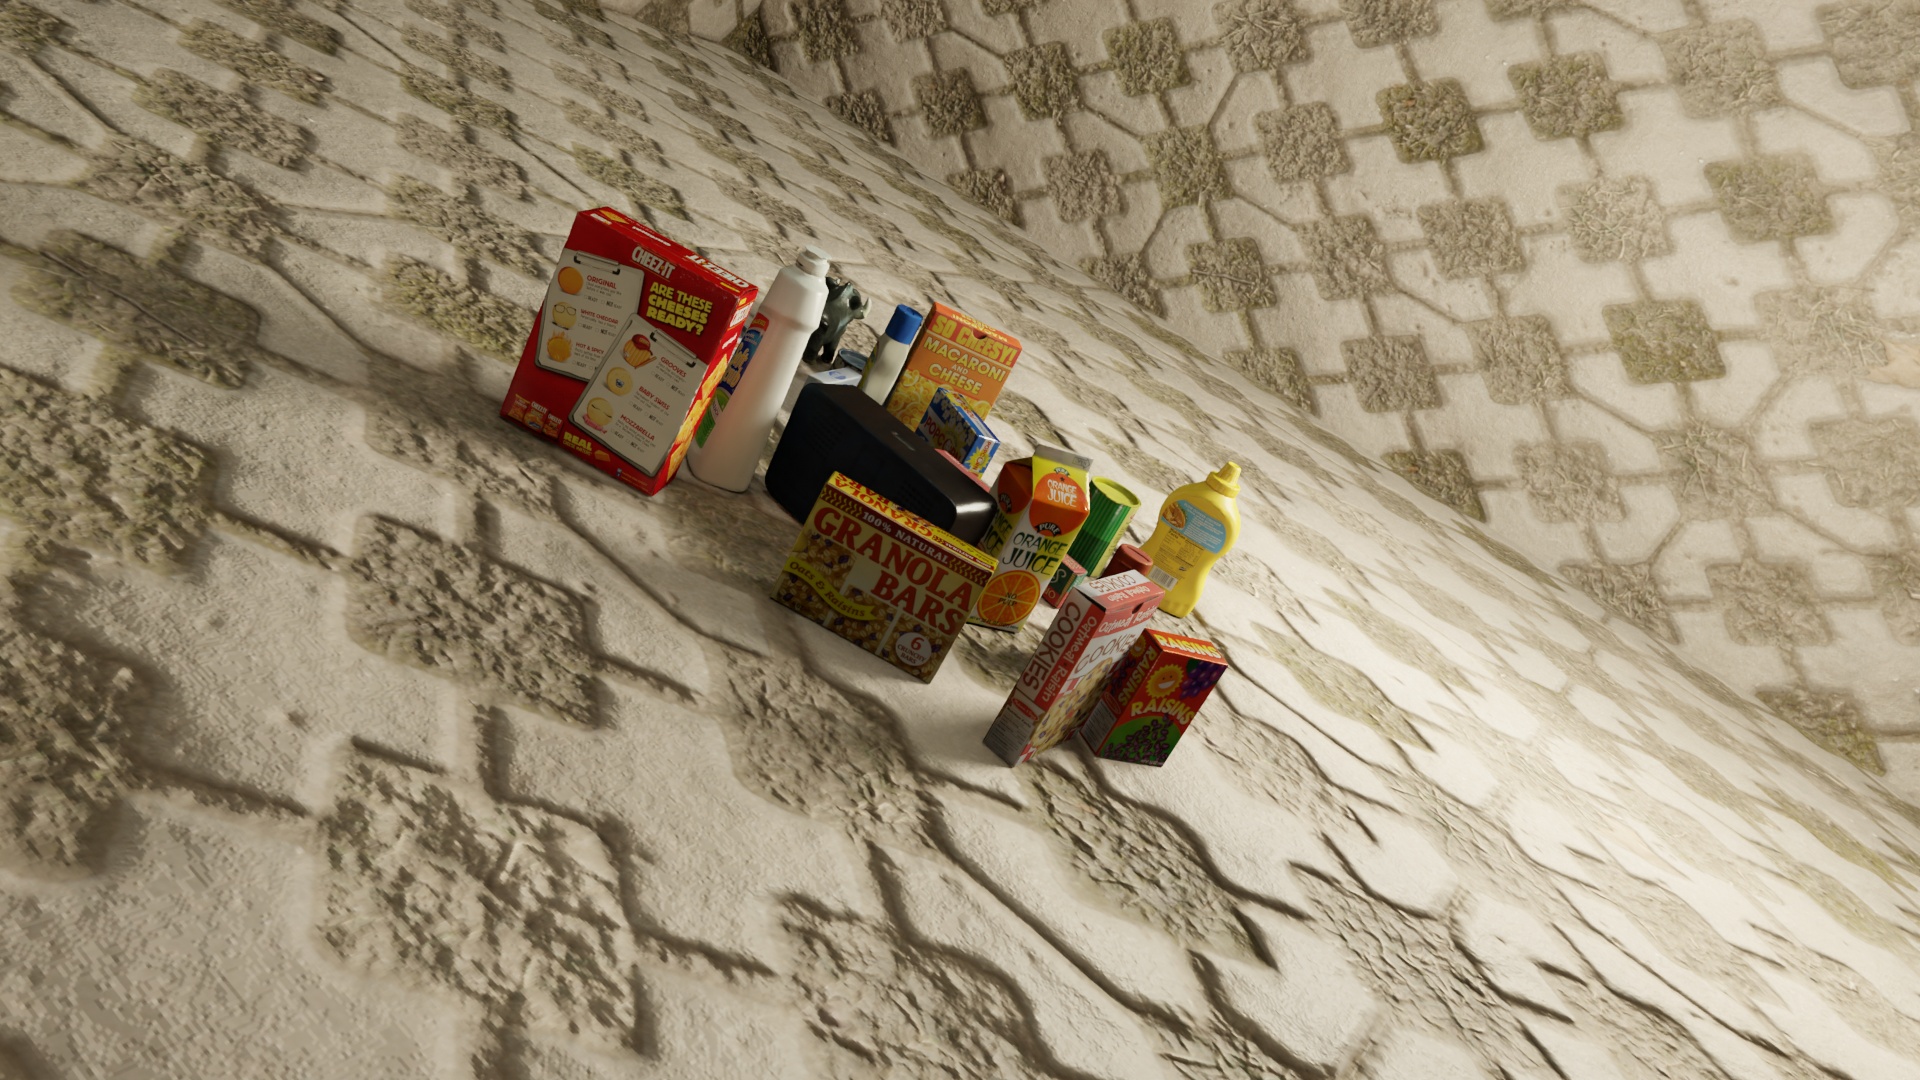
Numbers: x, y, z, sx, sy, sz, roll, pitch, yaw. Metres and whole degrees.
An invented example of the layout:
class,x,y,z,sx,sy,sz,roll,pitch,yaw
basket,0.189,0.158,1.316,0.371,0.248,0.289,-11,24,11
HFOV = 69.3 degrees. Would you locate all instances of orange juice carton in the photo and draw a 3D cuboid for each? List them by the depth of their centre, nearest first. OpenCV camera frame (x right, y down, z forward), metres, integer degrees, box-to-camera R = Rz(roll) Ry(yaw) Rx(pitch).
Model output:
class,x,y,z,sx,sy,sz,roll,pitch,yaw
orange juice carton,0.060,-0.008,1.380,0.072,0.192,0.073,15,25,-32

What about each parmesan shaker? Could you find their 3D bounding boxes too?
class,x,y,z,sx,sy,sz,roll,pitch,yaw
parmesan shaker,0.159,-0.016,1.640,0.071,0.102,0.071,25,21,-10

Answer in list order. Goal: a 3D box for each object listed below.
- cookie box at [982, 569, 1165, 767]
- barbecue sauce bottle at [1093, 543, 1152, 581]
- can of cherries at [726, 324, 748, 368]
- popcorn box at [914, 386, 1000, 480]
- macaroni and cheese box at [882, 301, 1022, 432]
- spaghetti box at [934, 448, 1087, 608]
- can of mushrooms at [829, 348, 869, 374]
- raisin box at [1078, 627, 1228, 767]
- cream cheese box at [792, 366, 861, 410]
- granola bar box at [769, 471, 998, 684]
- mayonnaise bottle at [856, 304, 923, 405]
class,x,y,z,sx,sy,sz,roll,pitch,yaw
cookie box,0.100,0.108,1.200,0.040,0.166,0.123,38,23,22
barbecue sauce bottle,0.135,0.073,1.349,0.065,0.148,0.044,35,22,17
can of cherries,-0.288,-0.233,1.642,0.071,0.058,0.072,25,21,-10
popcorn box,-0.008,-0.119,1.691,0.038,0.085,0.127,14,26,-34
macaroni and cheese box,-0.014,-0.200,1.756,0.124,0.165,0.040,22,22,-17
spaghetti box,0.042,-0.016,1.569,0.251,0.050,0.029,42,24,30
can of mushrooms,-0.137,-0.223,1.838,0.071,0.033,0.071,25,22,-10
raisin box,0.177,0.144,1.274,0.086,0.123,0.040,15,25,-32
cream cheese box,-0.161,-0.178,1.681,0.024,0.053,0.104,34,22,13
granola bar box,-0.068,0.033,1.222,0.165,0.123,0.039,29,21,0
mayonnaise bottle,-0.095,-0.222,1.731,0.041,0.147,0.065,21,22,-19
